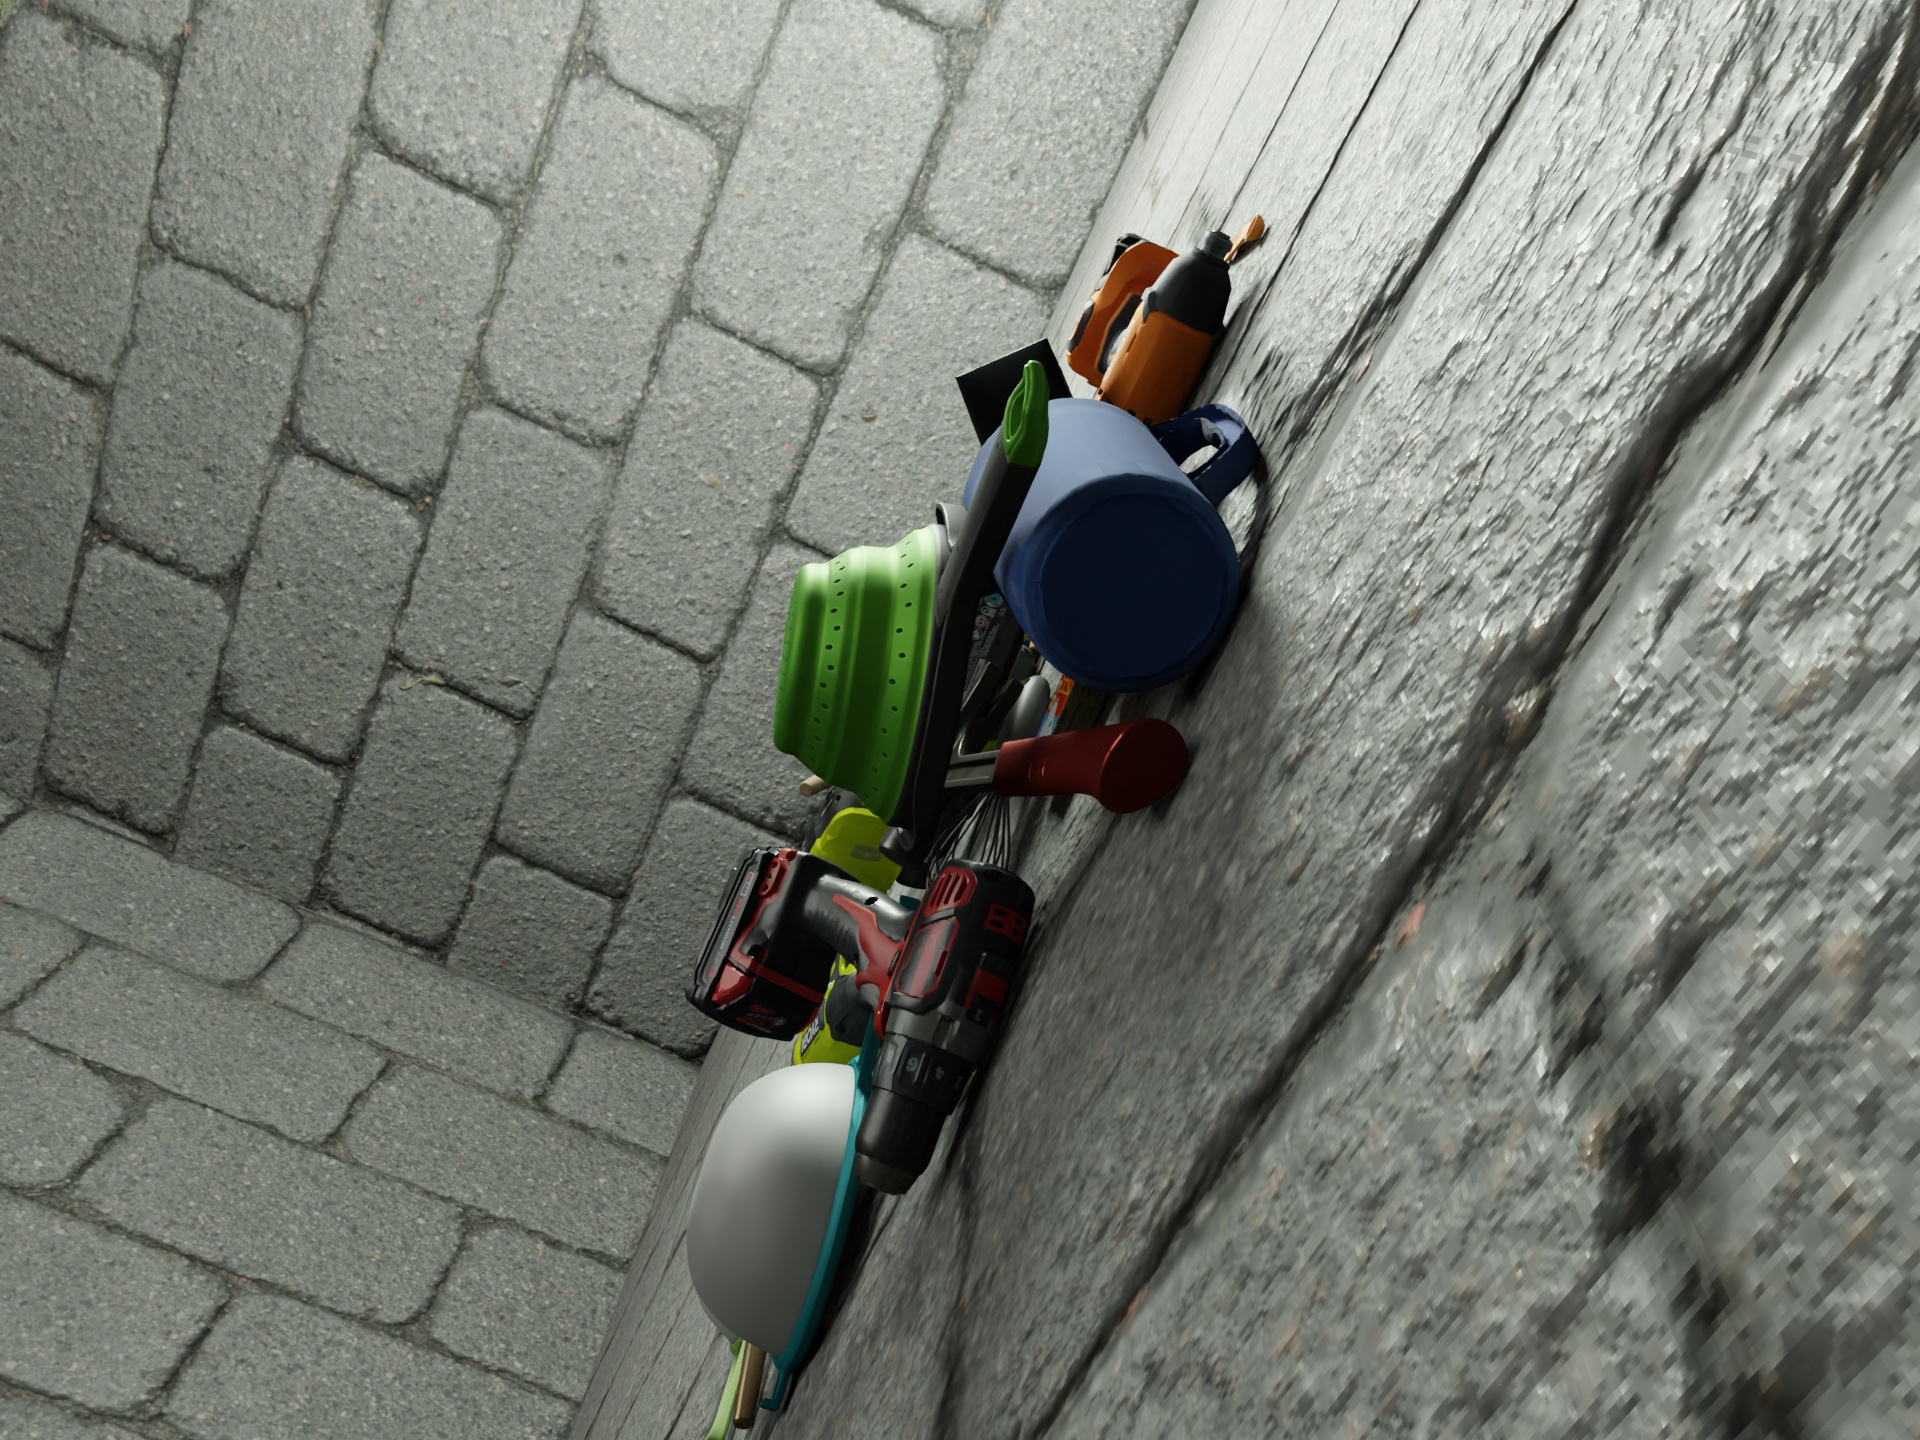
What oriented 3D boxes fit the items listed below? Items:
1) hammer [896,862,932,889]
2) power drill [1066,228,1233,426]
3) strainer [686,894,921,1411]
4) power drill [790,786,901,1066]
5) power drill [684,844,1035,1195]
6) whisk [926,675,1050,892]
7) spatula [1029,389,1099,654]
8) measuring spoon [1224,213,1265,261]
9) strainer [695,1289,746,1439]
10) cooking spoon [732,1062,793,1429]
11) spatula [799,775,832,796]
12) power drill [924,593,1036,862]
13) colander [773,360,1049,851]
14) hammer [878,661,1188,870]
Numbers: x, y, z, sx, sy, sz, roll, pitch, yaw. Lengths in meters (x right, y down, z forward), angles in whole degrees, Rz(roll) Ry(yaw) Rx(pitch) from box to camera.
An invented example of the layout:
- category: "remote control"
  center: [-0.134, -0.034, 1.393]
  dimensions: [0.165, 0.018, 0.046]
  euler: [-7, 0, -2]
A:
- category: "hammer"
  center: [-0.007, -0.016, 1.397]
  dimensions: [0.146, 0.035, 0.335]
  euler: [117, 166, -79]
- category: "power drill"
  center: [0.148, -0.304, 1.210]
  dimensions: [0.227, 0.084, 0.164]
  euler: [-92, 26, -66]
- category: "strainer"
  center: [-0.113, 0.262, 1.059]
  dimensions: [0.211, 0.095, 0.340]
  euler: [-99, 25, -73]
- category: "power drill"
  center: [-0.083, 0.171, 1.282]
  dimensions: [0.171, 0.080, 0.223]
  euler: [121, 155, -48]
- category: "power drill"
  center: [-0.066, 0.167, 0.946]
  dimensions: [0.227, 0.080, 0.188]
  euler: [3, 67, 48]
- category: "whisk"
  center: [0.027, 0.048, 1.105]
  dimensions: [0.055, 0.055, 0.239]
  euler: [-60, 5, 44]
- category: "spatula"
  center: [0.103, -0.198, 1.360]
  dimensions: [0.081, 0.041, 0.323]
  euler: [129, 163, -64]
- category: "measuring spoon"
  center: [0.212, -0.357, 1.187]
  dimensions: [0.117, 0.011, 0.021]
  euler: [-95, 29, -84]
- category: "strainer"
  center: [-0.186, 0.456, 1.251]
  dimensions: [0.256, 0.069, 0.151]
  euler: [-75, 11, -62]
- category: "cooking spoon"
  center: [-0.139, 0.385, 1.220]
  dimensions: [0.319, 0.017, 0.068]
  euler: [-83, -10, -49]
- category: "spatula"
  center: [-0.052, 0.019, 1.426]
  dimensions: [0.316, 0.018, 0.059]
  euler: [-27, -33, -58]
- category: "power drill"
  center: [-0.002, -0.004, 1.201]
  dimensions: [0.228, 0.080, 0.191]
  euler: [82, -151, -70]
- category: "colander"
  center: [-0.040, -0.065, 0.854]
  dimensions: [0.397, 0.094, 0.205]
  euler: [115, 161, -62]
- category: "hammer"
  center: [0.042, 0.019, 0.898]
  dimensions: [0.149, 0.036, 0.359]
  euler: [-59, 12, -12]
